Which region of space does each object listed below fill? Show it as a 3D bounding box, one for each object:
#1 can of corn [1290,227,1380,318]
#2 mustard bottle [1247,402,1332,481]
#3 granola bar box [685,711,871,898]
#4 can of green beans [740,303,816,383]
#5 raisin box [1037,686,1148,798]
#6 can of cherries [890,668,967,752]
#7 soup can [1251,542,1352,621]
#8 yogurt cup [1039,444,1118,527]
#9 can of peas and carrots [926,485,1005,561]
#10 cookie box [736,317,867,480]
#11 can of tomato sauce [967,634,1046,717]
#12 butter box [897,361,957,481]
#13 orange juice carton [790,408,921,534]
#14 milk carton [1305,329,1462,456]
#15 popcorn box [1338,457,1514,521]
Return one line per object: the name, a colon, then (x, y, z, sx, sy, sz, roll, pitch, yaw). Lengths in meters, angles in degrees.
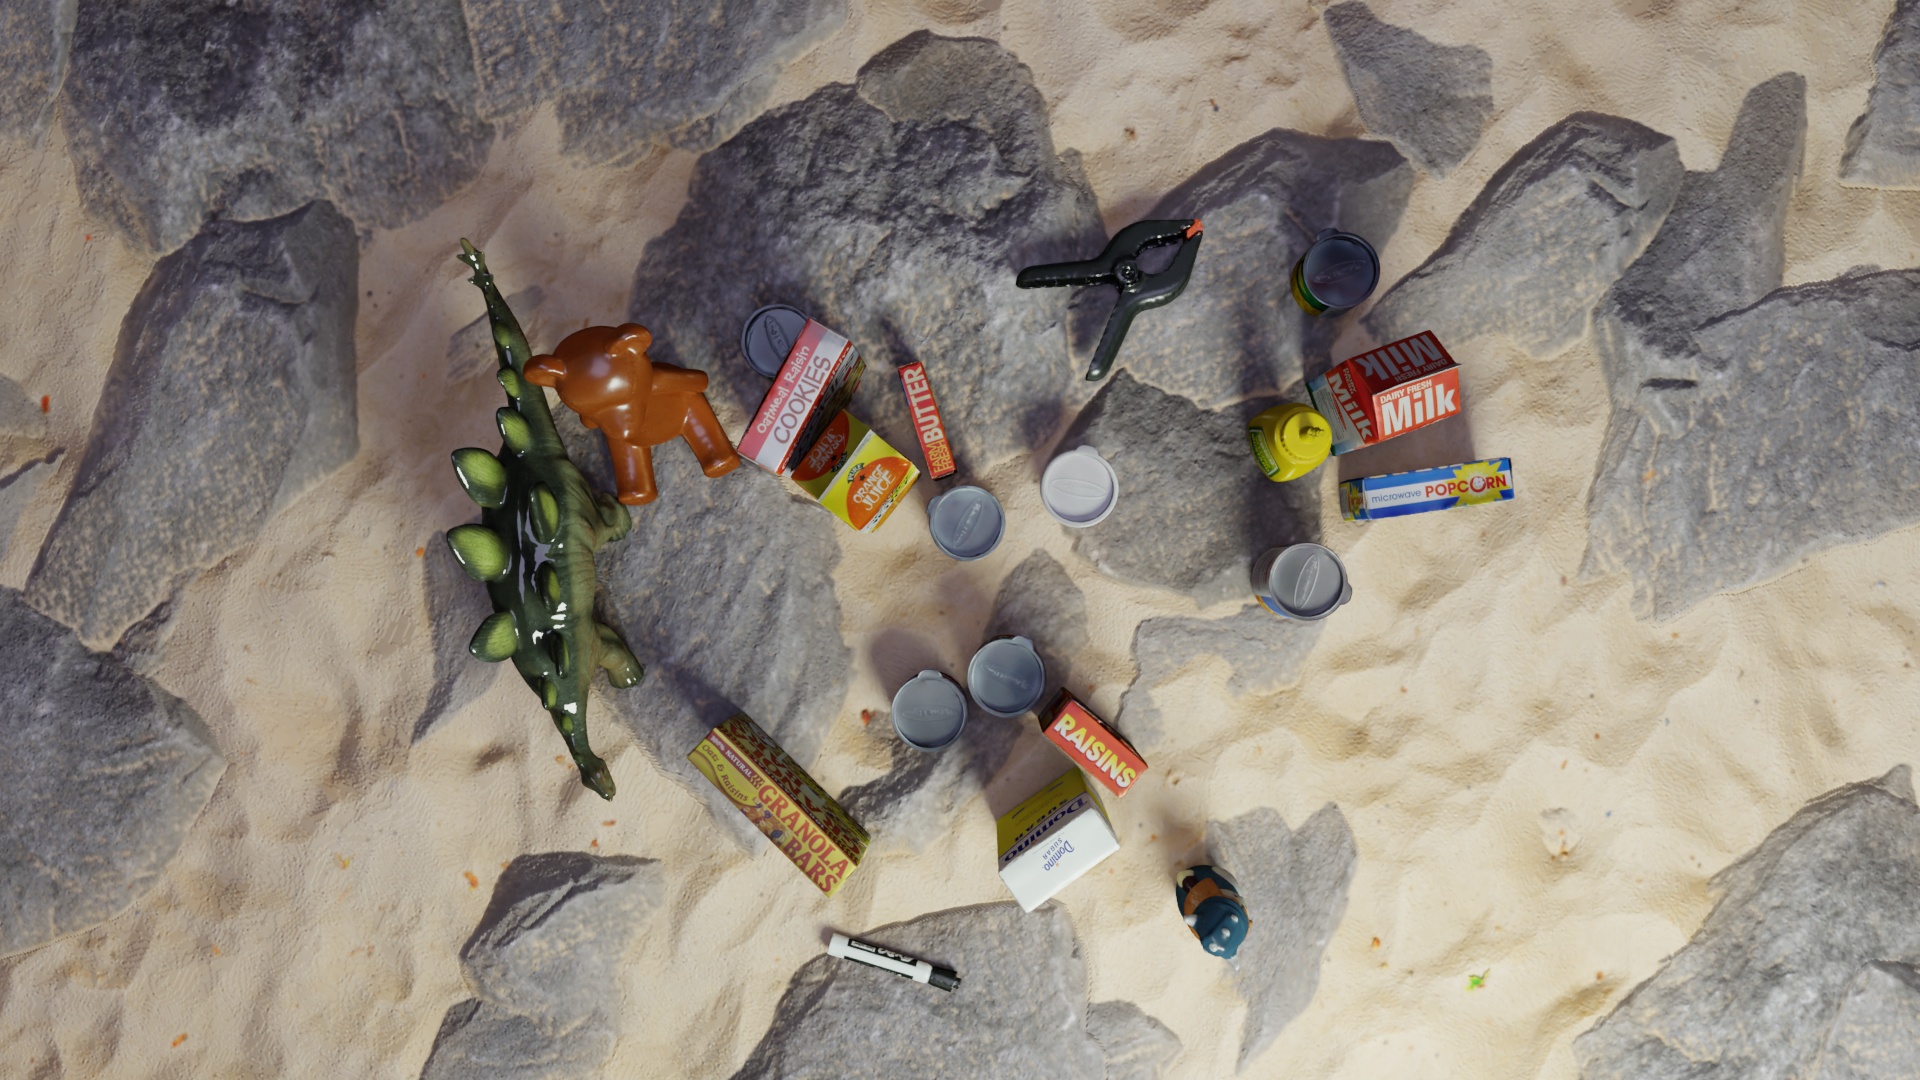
can of corn: (0.328, -0.235, 1.222, 0.071, 0.058, 0.071, 0, 88, 2)
mustard bottle: (0.280, -0.086, 1.168, 0.049, 0.160, 0.065, -24, 88, 1)
granola bar box: (-0.151, 0.221, 1.187, 0.165, 0.124, 0.039, 44, 90, 2)
can of green beans: (-0.157, -0.173, 1.233, 0.071, 0.058, 0.071, 0, 88, 2)
raisin box: (0.111, 0.170, 1.183, 0.086, 0.123, 0.040, 41, 90, 2)
can of cherries: (-0.025, 0.146, 1.219, 0.071, 0.058, 0.071, 0, 88, 2)
soup can: (0.294, 0.036, 1.202, 0.071, 0.084, 0.071, 0, 89, 2)
yogurt cup: (0.103, -0.045, 1.224, 0.072, 0.054, 0.072, 0, 88, 2)
can of peas and carrots: (0.004, -0.015, 1.224, 0.071, 0.058, 0.071, 0, 88, 2)
cookie box: (-0.131, -0.114, 1.176, 0.040, 0.167, 0.123, 28, 90, 2)
can of tomato sauce: (0.041, 0.114, 1.206, 0.071, 0.083, 0.071, 0, 89, 2)
butter box: (-0.029, -0.105, 1.230, 0.024, 0.053, 0.103, -18, 88, 1)
orange juice carton: (-0.087, -0.056, 1.160, 0.073, 0.192, 0.072, 38, 90, 2)
milk carton: (0.352, -0.122, 1.152, 0.072, 0.190, 0.073, -20, 88, 1)
popcorn box: (0.401, -0.043, 1.201, 0.127, 0.085, 0.038, -8, 89, 1)
